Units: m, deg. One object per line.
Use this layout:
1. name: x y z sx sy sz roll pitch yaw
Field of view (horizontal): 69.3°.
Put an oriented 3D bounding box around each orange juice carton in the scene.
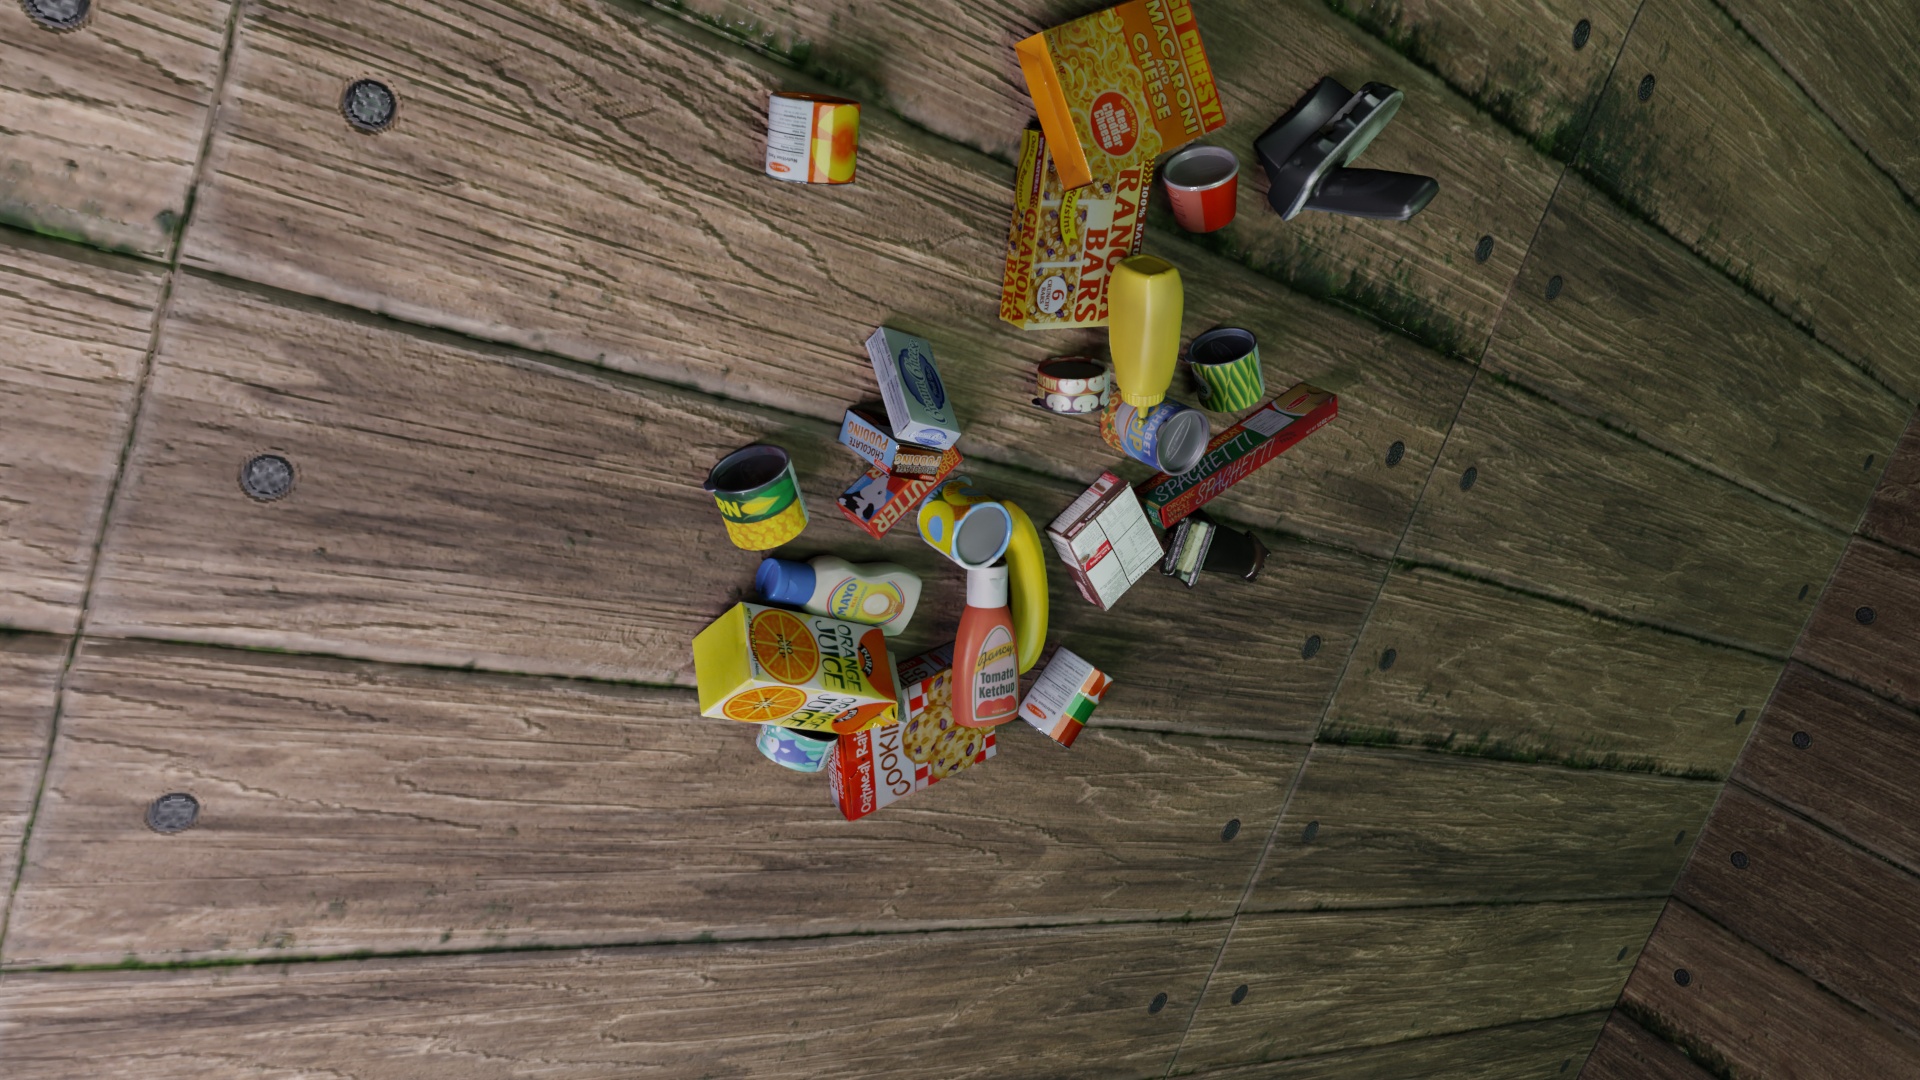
1. orange juice carton: -0.123 0.113 1.174 0.193 0.072 0.072 15 141 -41

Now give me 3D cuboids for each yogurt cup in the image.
1. yogurt cup: 0.218 -0.314 1.250 0.072 0.072 0.053 -36 137 -18

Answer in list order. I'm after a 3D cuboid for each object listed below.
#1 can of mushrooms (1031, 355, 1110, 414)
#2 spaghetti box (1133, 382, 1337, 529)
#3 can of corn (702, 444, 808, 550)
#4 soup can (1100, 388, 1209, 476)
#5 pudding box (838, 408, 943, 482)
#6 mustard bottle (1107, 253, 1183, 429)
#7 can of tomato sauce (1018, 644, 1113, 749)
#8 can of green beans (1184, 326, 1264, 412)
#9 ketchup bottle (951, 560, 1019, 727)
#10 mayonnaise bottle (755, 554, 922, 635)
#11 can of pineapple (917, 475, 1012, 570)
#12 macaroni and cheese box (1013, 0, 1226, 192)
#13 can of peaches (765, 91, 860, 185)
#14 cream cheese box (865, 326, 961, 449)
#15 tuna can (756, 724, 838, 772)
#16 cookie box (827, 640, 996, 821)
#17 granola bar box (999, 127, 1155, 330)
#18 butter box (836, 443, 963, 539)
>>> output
1. can of mushrooms: 0.099 -0.139 1.243 0.071 0.071 0.033 -18 122 -30
2. spaghetti box: 0.280 -0.089 1.417 0.251 0.050 0.028 -32 126 -21
3. can of corn: -0.161 -0.033 1.095 0.071 0.071 0.058 -31 128 -22
4. soup can: 0.181 -0.106 1.308 0.071 0.084 0.071 -17 121 -31
5. pudding box: -0.057 -0.078 1.140 0.050 0.084 0.030 6 111 -40
6. mustard bottle: 0.162 -0.170 1.226 0.049 0.065 0.159 -22 130 -25
7. can of tomato sauce: 0.105 0.156 1.392 0.071 0.071 0.083 35 88 -42
8. can of green beans: 0.259 -0.166 1.352 0.071 0.071 0.057 -34 129 -19
9. ketchup bottle: 0.023 0.093 1.267 0.065 0.043 0.148 -7 103 -33
10. mayonnaise bottle: -0.105 0.043 1.191 0.148 0.041 0.064 12 107 -41
11. can of pineapple: 0.004 -0.015 1.235 0.071 0.058 0.070 -17 121 -30
12. macaroni and cheese box: 0.134 -0.373 1.138 0.167 0.040 0.123 -31 108 -31
13. can of peaches: -0.106 -0.293 1.010 0.071 0.071 0.057 -9 116 -34
14. cream cheese box: -0.039 -0.123 1.124 0.053 0.104 0.024 10 138 -38
15. tuna can: -0.145 0.171 1.208 0.071 0.071 0.032 14 104 -41
16. cookie box: -0.045 0.175 1.302 0.168 0.040 0.122 -20 123 -29
17. granola bar box: 0.101 -0.269 1.198 0.124 0.039 0.164 -9 116 -35
18. butter box: -0.052 -0.051 1.178 0.104 0.053 0.024 -44 133 -12
